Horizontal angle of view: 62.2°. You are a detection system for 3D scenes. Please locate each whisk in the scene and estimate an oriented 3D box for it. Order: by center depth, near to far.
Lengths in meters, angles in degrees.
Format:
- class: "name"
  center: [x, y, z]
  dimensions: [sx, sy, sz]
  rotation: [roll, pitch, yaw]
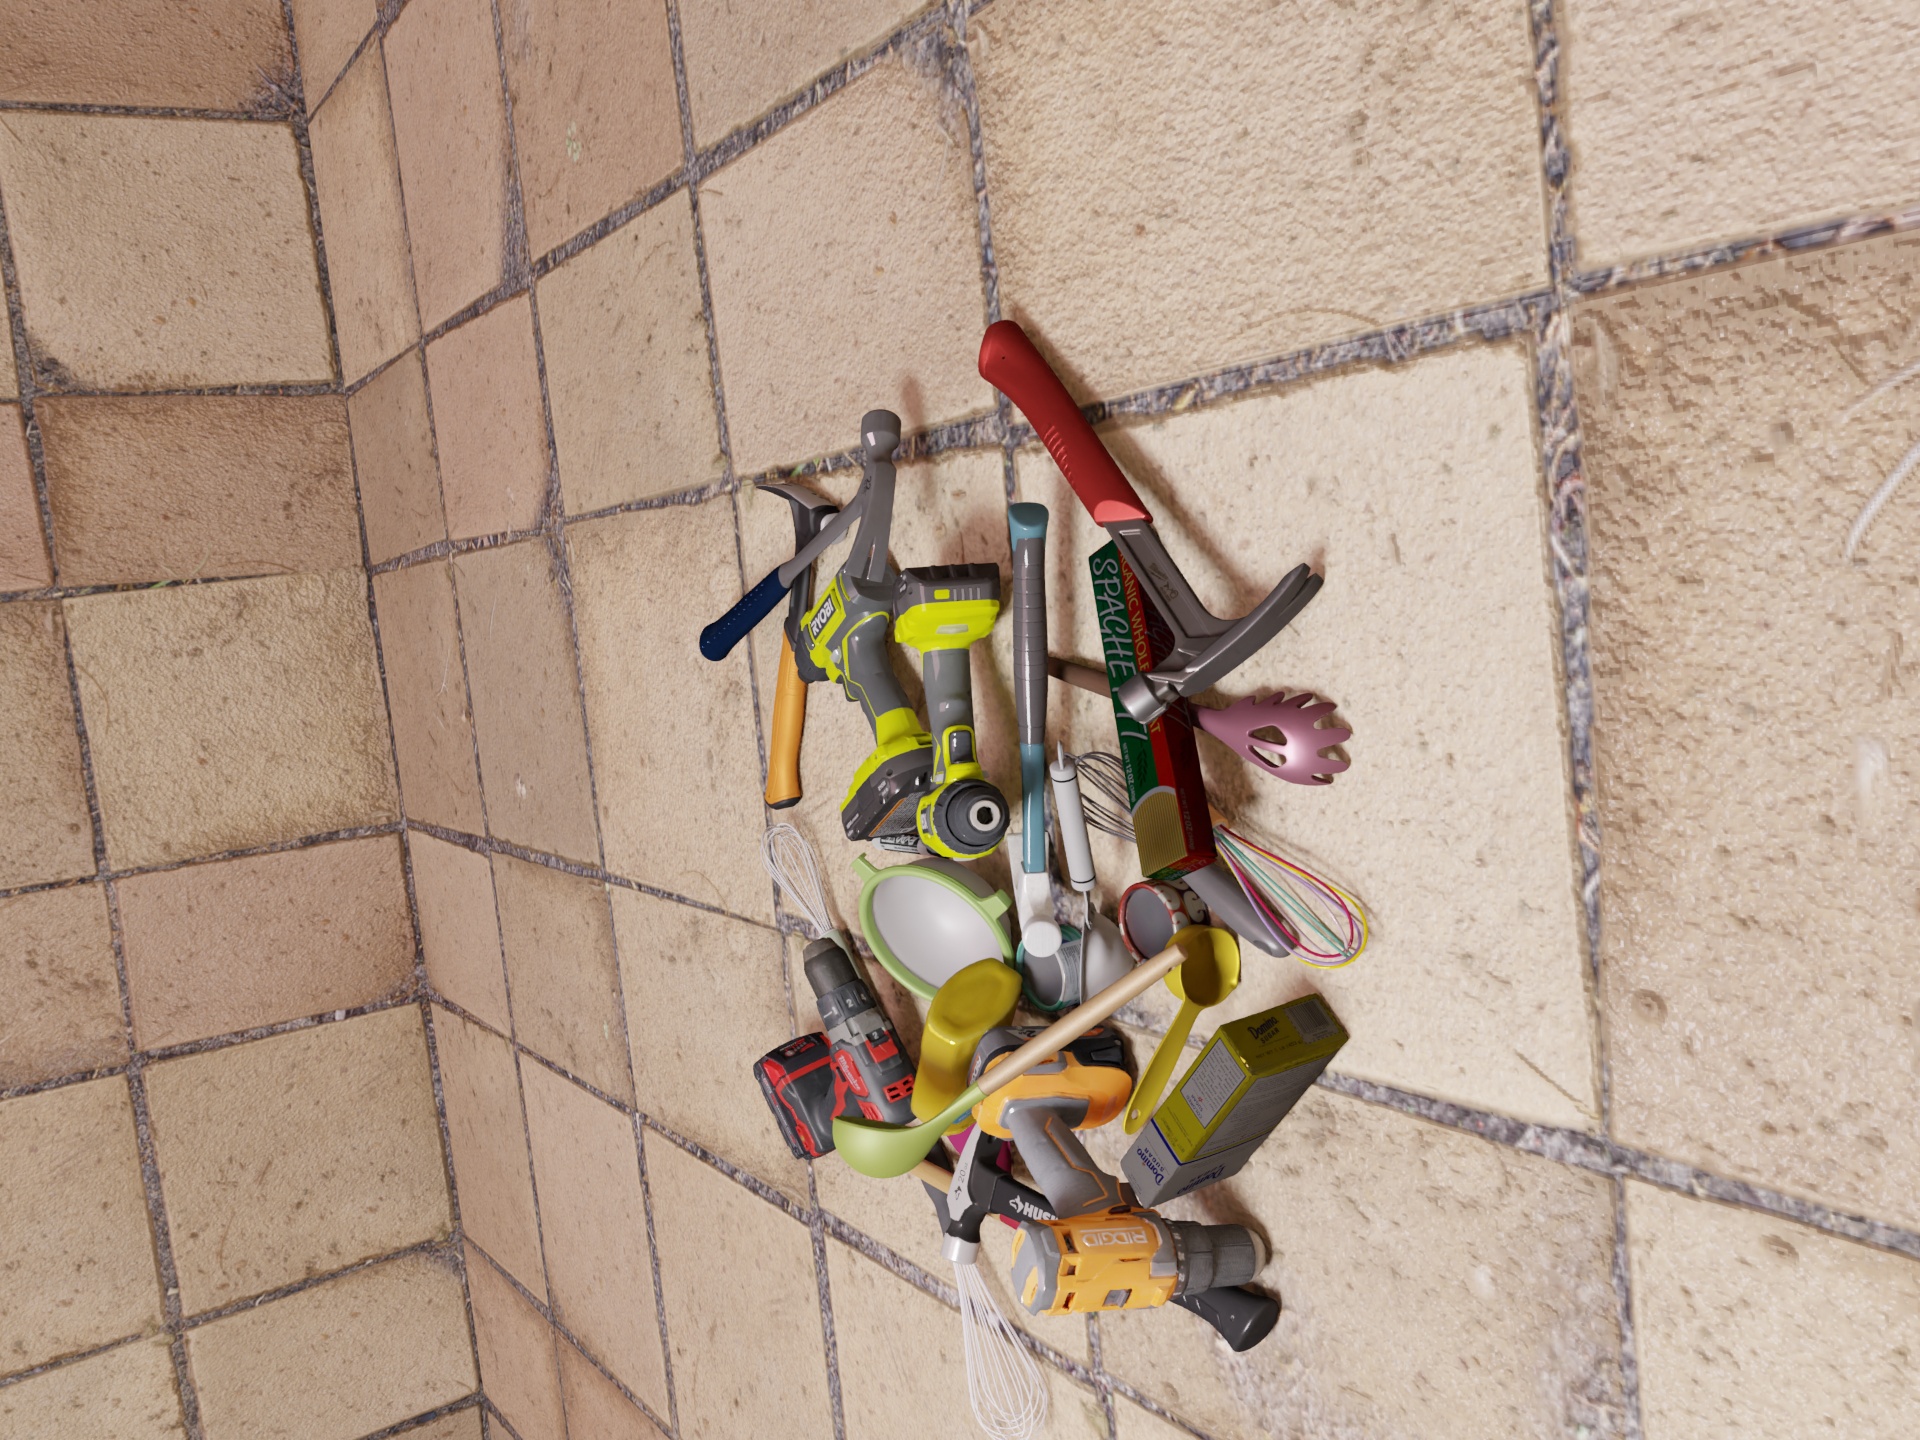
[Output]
- class: "whisk"
  center: [0.191, 0.087, 1.086]
  dimensions: [0.047, 0.051, 0.245]
  rotation: [-60, 42, 16]
- class: "whisk"
  center: [0.150, 0.093, 1.140]
  dimensions: [0.239, 0.055, 0.055]
  rotation: [42, 131, 37]
- class: "whisk"
  center: [0.009, 0.511, 1.443]
  dimensions: [0.070, 0.070, 0.285]
  rotation: [-53, 50, 48]
- class: "whisk"
  center: [-0.135, 0.208, 1.590]
  dimensions: [0.057, 0.059, 0.246]
  rotation: [-43, 67, 33]

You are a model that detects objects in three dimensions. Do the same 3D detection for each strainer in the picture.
- class: "strainer"
  center: [0.095, 0.125, 1.182]
  dimensions: [0.050, 0.087, 0.258]
  rotation: [-3, 121, 15]
- class: "strainer"
  center: [-0.001, 0.213, 1.386]
  dimensions: [0.151, 0.069, 0.256]
  rotation: [12, 129, 28]

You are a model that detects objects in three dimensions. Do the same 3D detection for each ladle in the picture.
- class: "ladle"
  center: [0.032, 0.240, 1.147]
  dimensions: [0.320, 0.078, 0.062]
  rotation: [-39, 56, 22]
- class: "ladle"
  center: [0.021, 0.426, 1.400]
  dimensions: [0.316, 0.031, 0.069]
  rotation: [12, 93, 48]

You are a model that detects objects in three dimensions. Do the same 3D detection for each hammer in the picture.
- class: "hammer"
  center: [0.106, -0.171, 1.117]
  dimensions: [0.149, 0.036, 0.359]
  rotation: [-40, 53, 18]
- class: "hammer"
  center: [0.055, 0.002, 1.207]
  dimensions: [0.128, 0.033, 0.331]
  rotation: [-101, 10, -77]
- class: "hammer"
  center: [0.112, 0.408, 1.257]
  dimensions: [0.335, 0.035, 0.146]
  rotation: [9, 83, 49]
- class: "hammer"
  center: [-0.157, -0.132, 1.460]
  dimensions: [0.405, 0.035, 0.144]
  rotation: [-32, 50, 56]
- class: "hammer"
  center: [-0.170, -0.067, 1.582]
  dimensions: [0.127, 0.034, 0.336]
  rotation: [36, 126, 46]

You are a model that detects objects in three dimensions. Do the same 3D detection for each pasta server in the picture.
- class: "pasta server"
  center: [0.150, -0.012, 1.131]
  dimensions: [0.316, 0.040, 0.060]
  rotation: [23, 117, 56]

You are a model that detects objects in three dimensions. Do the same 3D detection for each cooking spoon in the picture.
- class: "cooking spoon"
  center: [-0.046, 0.345, 1.515]
  dimensions: [0.319, 0.017, 0.068]
  rotation: [23, 121, 51]

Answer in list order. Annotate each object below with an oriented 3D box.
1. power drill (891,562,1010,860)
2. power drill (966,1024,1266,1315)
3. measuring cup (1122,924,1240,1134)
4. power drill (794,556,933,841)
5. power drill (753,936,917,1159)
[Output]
- class: "power drill"
  center: [-0.002, -0.004, 1.248]
  dimensions: [0.190, 0.080, 0.228]
  rotation: [149, 117, -81]
- class: "power drill"
  center: [0.110, 0.332, 1.178]
  dimensions: [0.226, 0.185, 0.084]
  rotation: [-111, 30, -51]
- class: "measuring cup"
  center: [0.144, 0.214, 1.109]
  dimensions: [0.029, 0.062, 0.156]
  rotation: [10, 68, 57]
- class: "power drill"
  center: [-0.085, -0.012, 1.436]
  dimensions: [0.171, 0.080, 0.223]
  rotation: [-49, 55, 50]
- class: "power drill"
  center: [-0.125, 0.321, 1.537]
  dimensions: [0.188, 0.080, 0.226]
  rotation: [62, 147, 12]
